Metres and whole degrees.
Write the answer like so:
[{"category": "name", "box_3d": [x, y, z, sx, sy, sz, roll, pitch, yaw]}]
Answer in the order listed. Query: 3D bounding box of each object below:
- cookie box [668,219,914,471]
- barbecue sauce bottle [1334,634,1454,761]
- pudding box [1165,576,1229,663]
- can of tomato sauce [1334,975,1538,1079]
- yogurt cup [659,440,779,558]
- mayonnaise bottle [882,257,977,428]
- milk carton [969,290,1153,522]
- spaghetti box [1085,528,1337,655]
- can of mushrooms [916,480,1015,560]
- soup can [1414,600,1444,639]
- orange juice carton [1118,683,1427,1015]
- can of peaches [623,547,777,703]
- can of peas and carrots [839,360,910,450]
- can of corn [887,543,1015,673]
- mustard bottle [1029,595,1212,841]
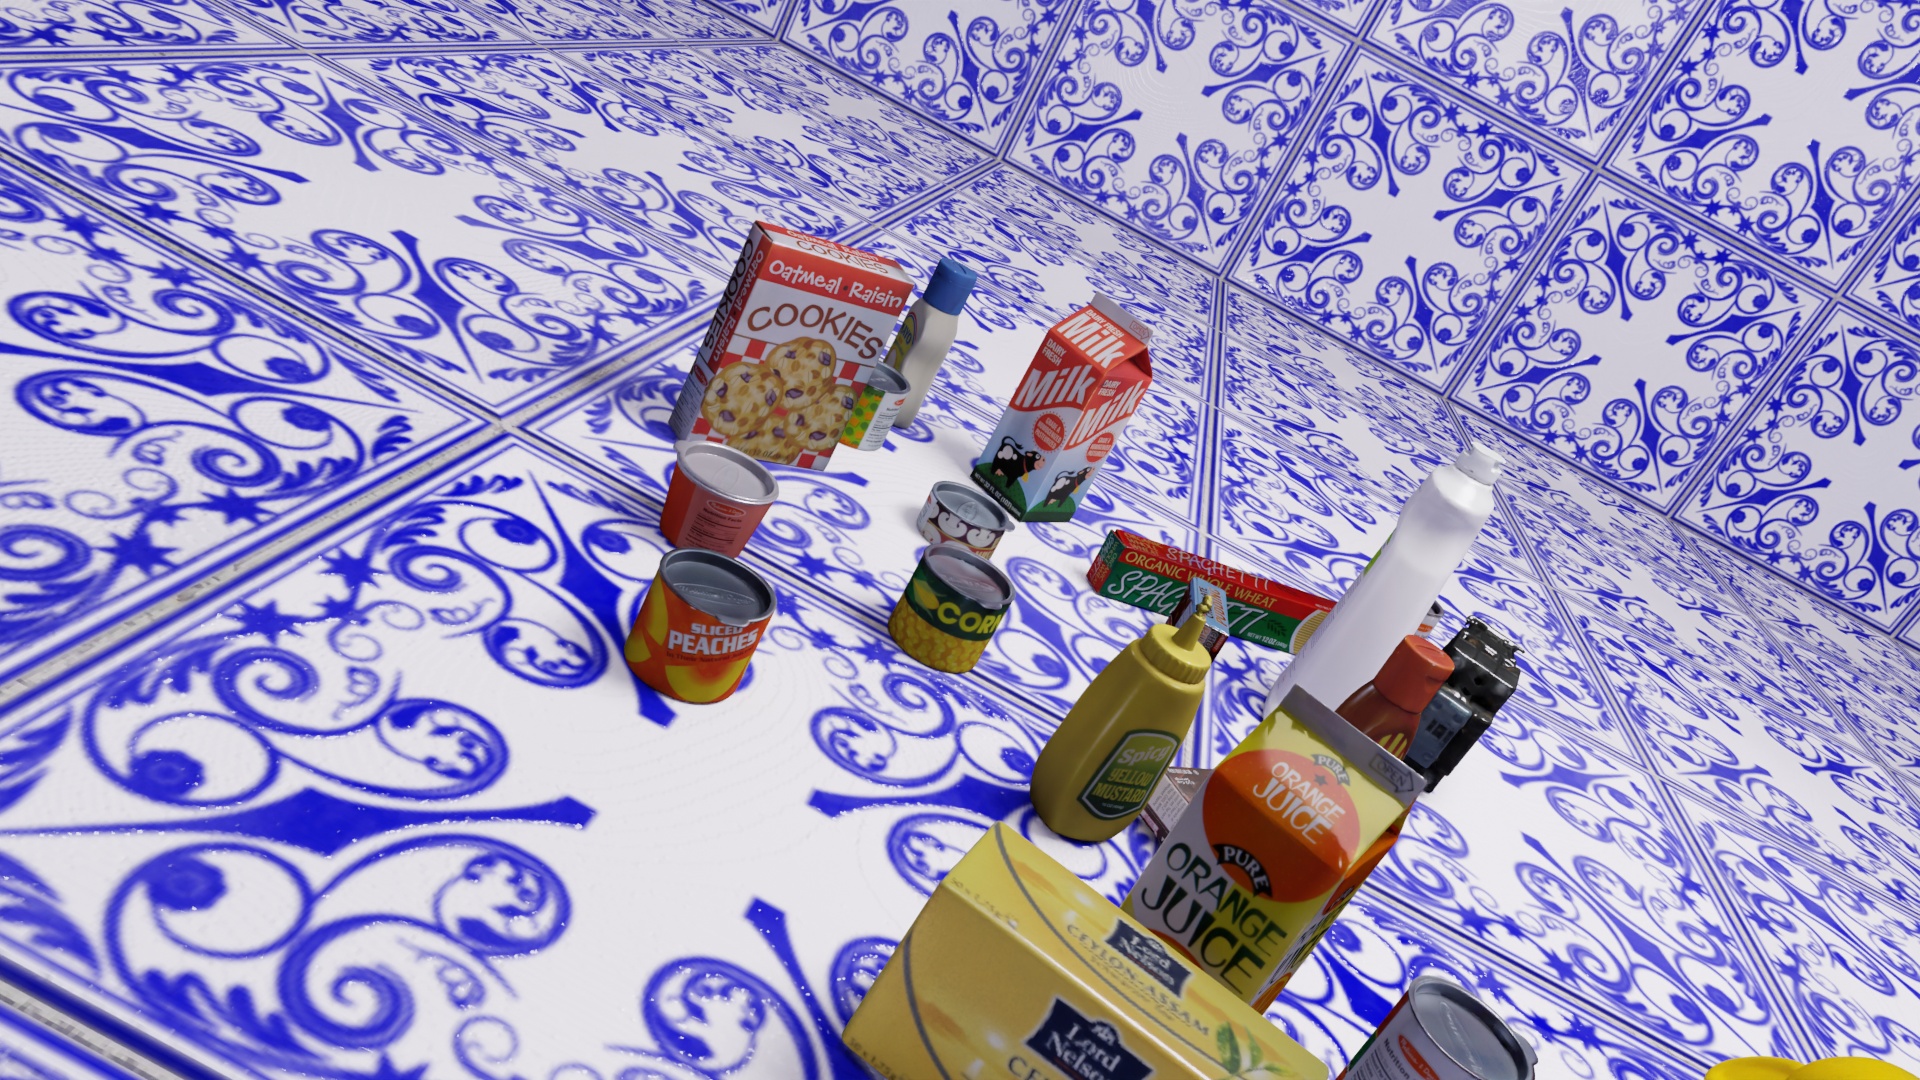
[{"category": "cookie box", "box_3d": [-0.124, -0.138, 1.012, 0.123, 0.166, 0.040, 9, 29, -39]}, {"category": "barbecue sauce bottle", "box_3d": [0.266, 0.130, 0.911, 0.065, 0.148, 0.044, 15, 26, -29]}, {"category": "pudding box", "box_3d": [0.182, 0.068, 1.075, 0.030, 0.049, 0.084, 27, 23, -3]}, {"category": "can of tomato sauce", "box_3d": [0.223, 0.263, 0.665, 0.071, 0.082, 0.071, 24, 23, -11]}, {"category": "yogurt cup", "box_3d": [-0.156, -0.023, 0.880, 0.072, 0.053, 0.073, 24, 23, -11]}, {"category": "mayonnaise bottle", "box_3d": [-0.034, -0.174, 1.215, 0.041, 0.147, 0.065, 16, 25, -27]}, {"category": "milk carton", "box_3d": [0.093, -0.111, 1.171, 0.073, 0.189, 0.072, -1, 36, -50]}, {"category": "spaghetti box", "box_3d": [0.221, 0.049, 1.158, 0.250, 0.050, 0.029, 17, 25, -24]}, {"category": "can of mushrooms", "box_3d": [0.004, -0.013, 1.066, 0.071, 0.033, 0.071, 24, 23, -11]}, {"category": "soup can", "box_3d": [0.373, 0.078, 1.226, 0.071, 0.083, 0.071, 24, 23, -11]}, {"category": "orange juice carton", "box_3d": [0.131, 0.160, 0.638, 0.072, 0.192, 0.073, 40, 25, 27]}, {"category": "can of peaches", "box_3d": [-0.140, 0.047, 0.745, 0.071, 0.057, 0.071, 24, 23, -11]}, {"category": "can of peas and carrots", "box_3d": [-0.085, -0.117, 1.152, 0.071, 0.058, 0.071, 24, 23, -11]}, {"category": "can of corn", "box_3d": [-0.005, 0.045, 0.899, 0.071, 0.058, 0.071, 24, 23, -11]}, {"category": "mustard bottle", "box_3d": [0.098, 0.097, 0.776, 0.065, 0.159, 0.049, 13, 27, -32]}]
